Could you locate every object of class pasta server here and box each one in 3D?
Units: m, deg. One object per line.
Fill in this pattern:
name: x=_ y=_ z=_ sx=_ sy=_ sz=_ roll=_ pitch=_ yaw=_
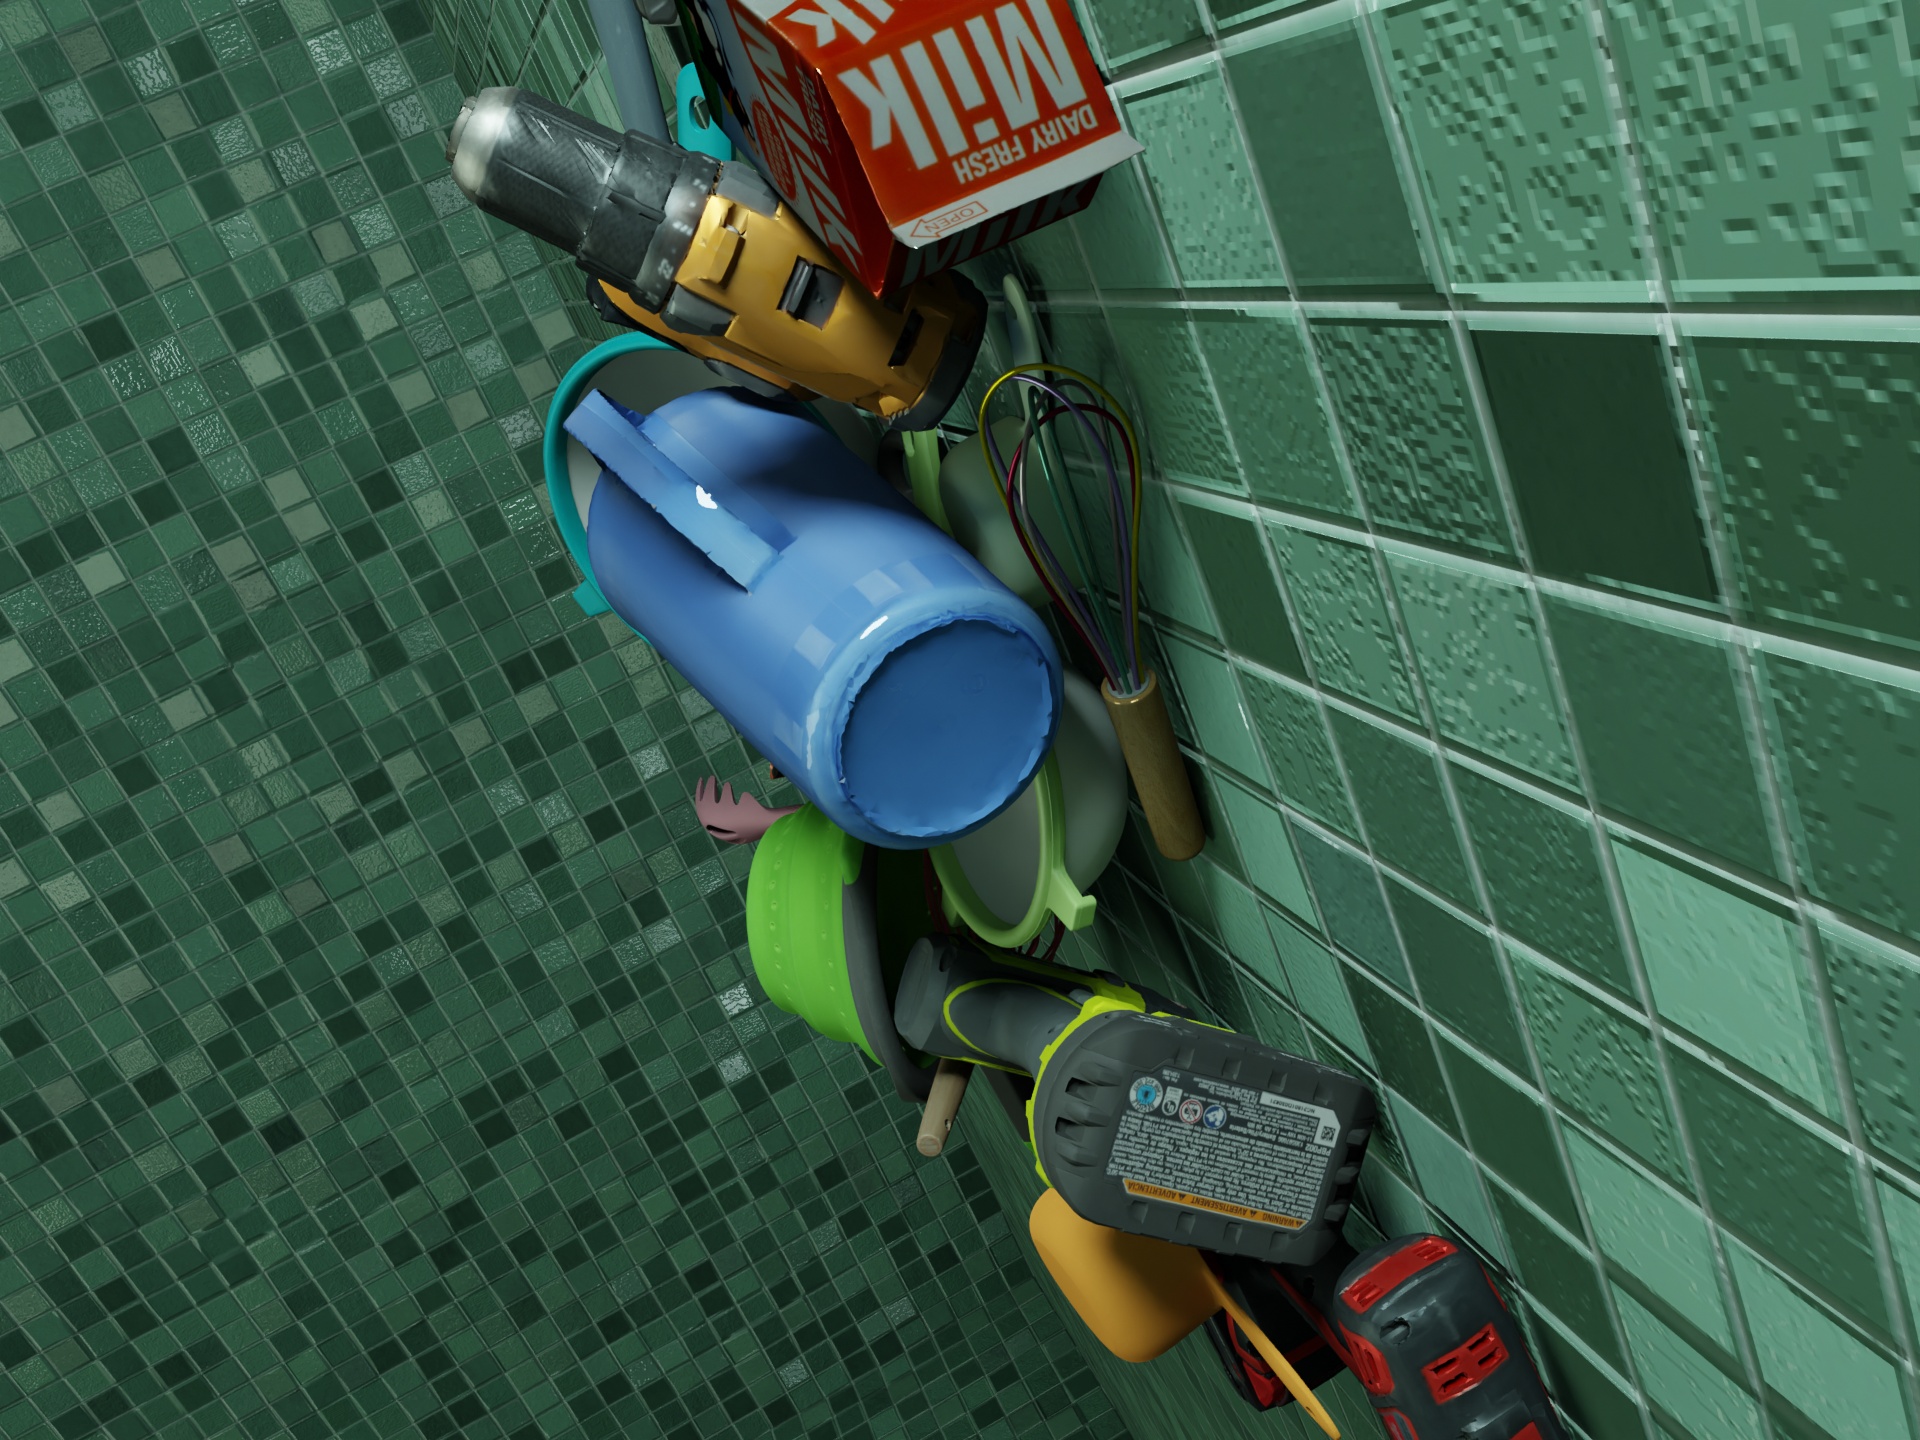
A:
pasta server: x=-0.079 y=0.054 z=1.087 sx=0.316 sy=0.040 sz=0.060 roll=-11 pitch=141 yaw=43

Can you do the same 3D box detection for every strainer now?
strainer: x=-0.111 y=-0.178 z=0.836 sx=0.211 sy=0.095 sz=0.340 roll=20 pitch=130 yaw=17
strainer: x=0.023 y=-0.028 z=0.729 sx=0.151 sy=0.069 sz=0.256 roll=163 pitch=98 yaw=-67

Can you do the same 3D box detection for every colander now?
colander: x=-0.031 y=0.156 z=0.928 sx=0.396 sy=0.094 sz=0.205 roll=66 pitch=-154 yaw=-46

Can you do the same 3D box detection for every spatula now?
spatula: x=0.018 y=0.136 z=0.873 sx=0.059 sy=0.018 sz=0.316 roll=64 pitch=-160 yaw=-16

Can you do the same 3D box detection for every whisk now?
whisk: x=0.060 y=-0.028 z=0.582 sx=0.051 sy=0.047 sz=0.244 roll=-110 pitch=-3 yaw=-48
whisk: x=-0.001 y=-0.003 z=0.808 sx=0.073 sy=0.073 sz=0.296 roll=-157 pitch=54 yaw=-75

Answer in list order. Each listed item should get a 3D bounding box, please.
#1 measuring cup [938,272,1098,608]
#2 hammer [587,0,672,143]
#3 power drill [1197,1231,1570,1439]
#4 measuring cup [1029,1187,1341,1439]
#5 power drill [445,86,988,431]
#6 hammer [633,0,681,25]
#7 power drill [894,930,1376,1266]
measuring cup: x=0.015 y=-0.103 z=0.606 sx=0.083 sy=0.038 sz=0.167 roll=58 pitch=171 yaw=28
hammer: x=-0.158 y=-0.258 z=0.929 sx=0.143 sy=0.038 sz=0.386 roll=45 pitch=151 yaw=53
power drill: x=0.182 y=0.285 z=0.676 sx=0.188 sy=0.080 sz=0.227 roll=64 pitch=167 yaw=-7
measuring cup: x=0.089 y=0.258 z=0.681 sx=0.174 sy=0.052 sz=0.095 roll=38 pitch=157 yaw=55
power drill: x=-0.100 y=-0.180 z=0.617 sx=0.185 sy=0.084 sz=0.226 roll=21 pitch=-170 yaw=-19
hammer: x=-0.178 y=-0.465 z=0.663 sx=0.127 sy=0.034 sz=0.336 roll=47 pitch=161 yaw=60
power drill: x=0.078 y=0.155 z=0.700 sx=0.223 sy=0.171 sz=0.080 roll=-166 pitch=93 yaw=-75
